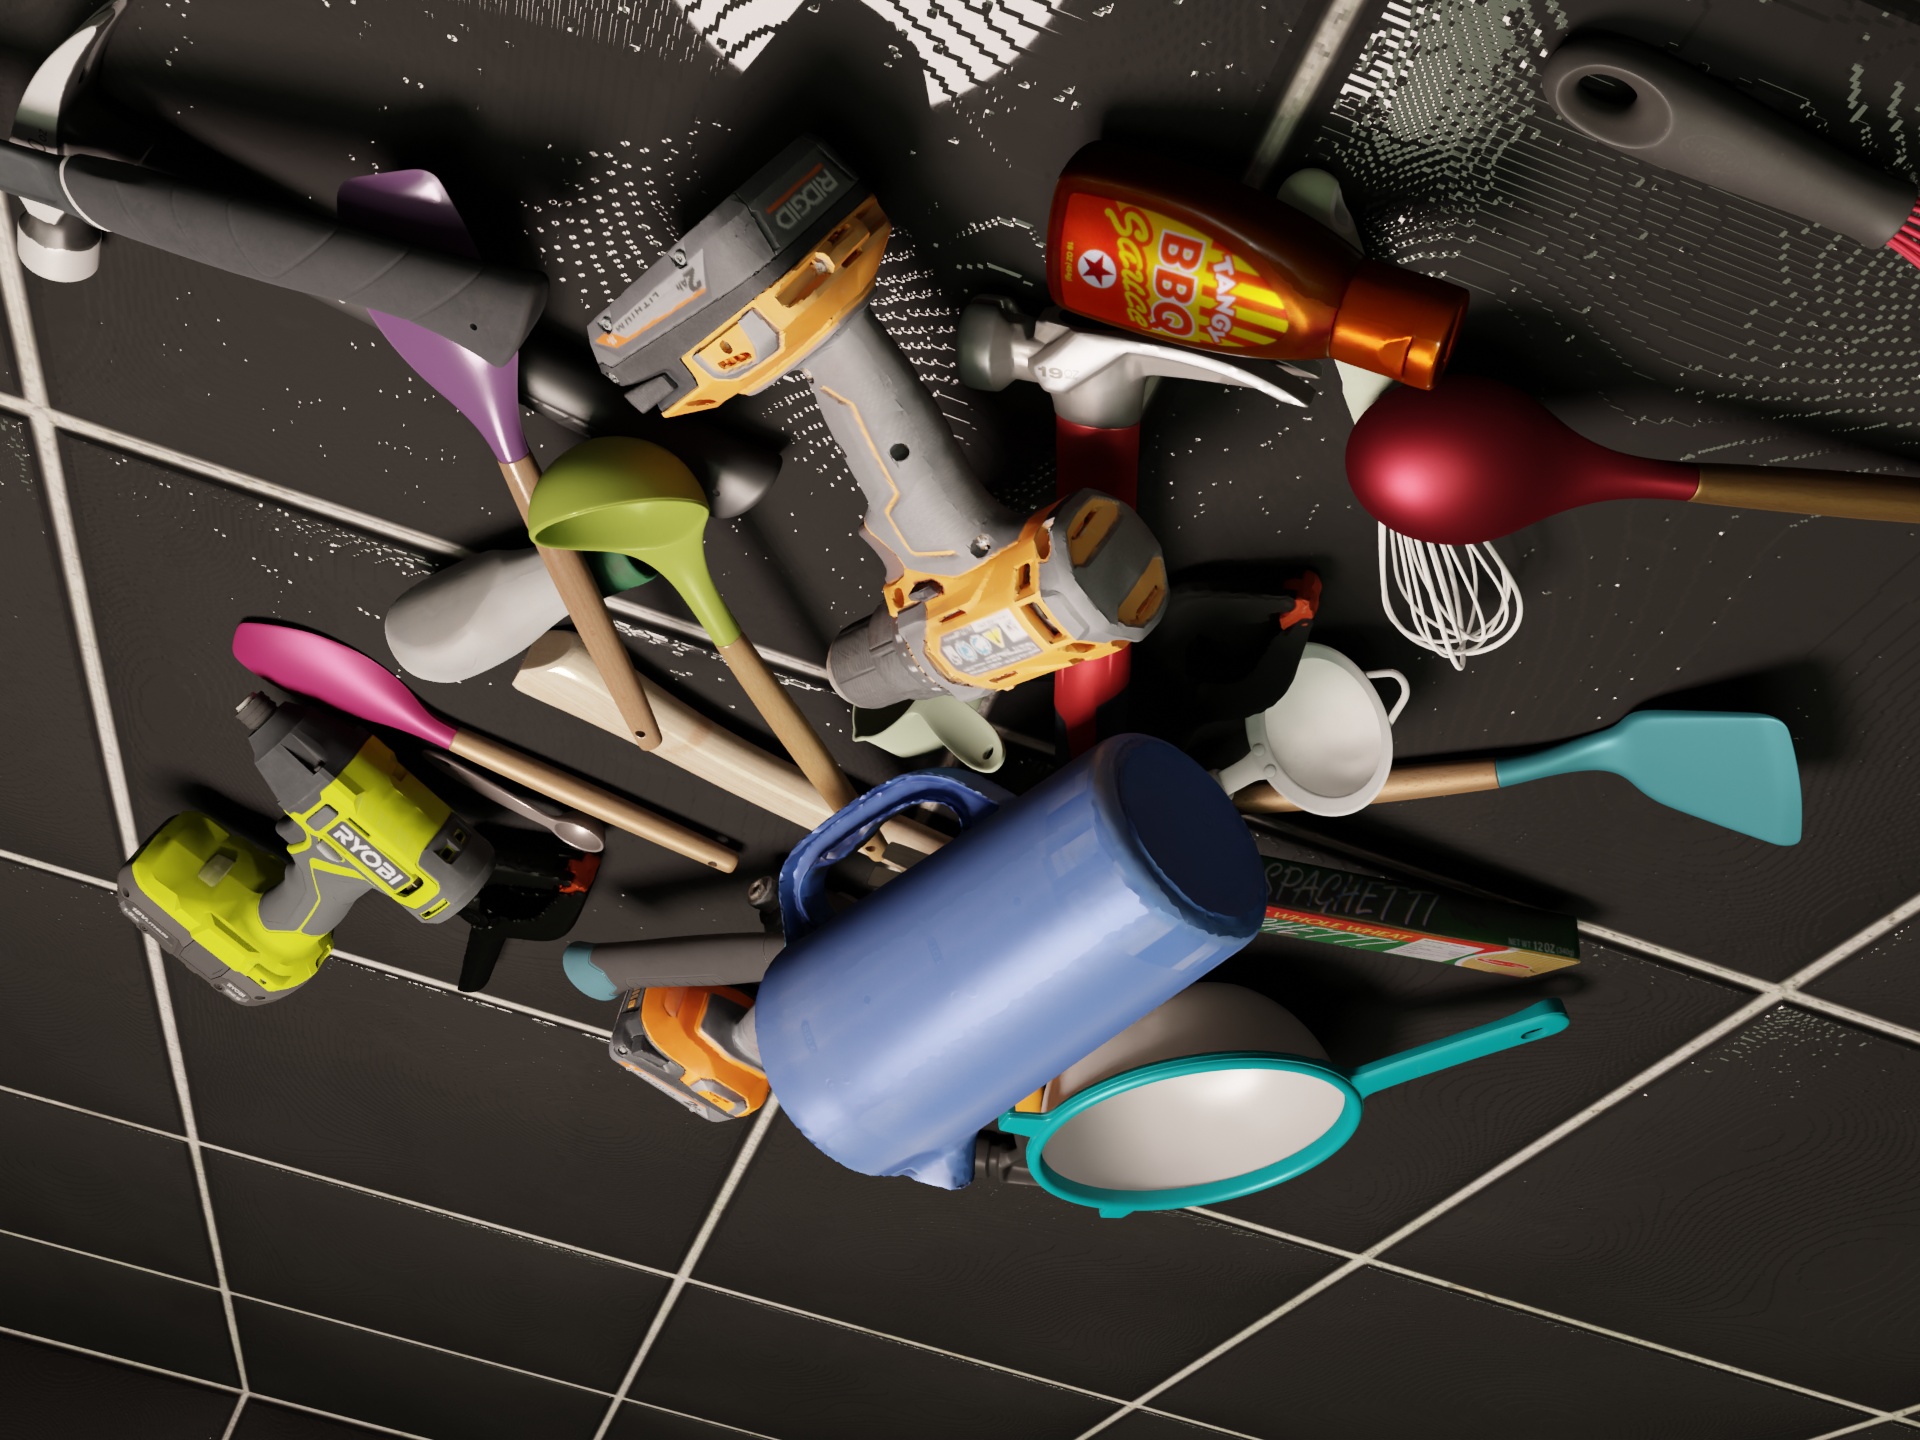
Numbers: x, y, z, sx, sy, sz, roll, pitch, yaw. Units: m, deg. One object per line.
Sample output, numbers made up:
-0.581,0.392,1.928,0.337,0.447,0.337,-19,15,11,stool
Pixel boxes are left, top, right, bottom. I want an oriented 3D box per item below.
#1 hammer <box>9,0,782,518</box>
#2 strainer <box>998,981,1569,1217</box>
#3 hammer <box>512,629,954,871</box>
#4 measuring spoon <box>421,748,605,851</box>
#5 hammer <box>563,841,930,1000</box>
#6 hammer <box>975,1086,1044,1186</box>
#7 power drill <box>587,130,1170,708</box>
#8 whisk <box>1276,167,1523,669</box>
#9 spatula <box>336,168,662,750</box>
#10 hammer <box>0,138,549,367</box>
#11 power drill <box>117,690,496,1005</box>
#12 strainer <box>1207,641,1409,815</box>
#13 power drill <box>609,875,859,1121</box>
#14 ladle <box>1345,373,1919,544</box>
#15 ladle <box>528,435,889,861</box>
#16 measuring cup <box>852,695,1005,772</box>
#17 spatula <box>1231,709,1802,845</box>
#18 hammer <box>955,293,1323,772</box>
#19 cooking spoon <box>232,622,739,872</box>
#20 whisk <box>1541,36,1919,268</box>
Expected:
-0.232,-0.178,0.685,0.334,0.035,0.146,25,140,-15,hammer
0.198,0.205,0.998,0.340,0.095,0.210,-22,139,14,strainer
-0.068,0.062,0.930,0.410,0.038,0.146,28,140,-17,hammer
-0.274,0.045,0.984,0.124,0.018,0.034,30,148,-10,measuring spoon
-0.106,0.139,0.938,0.331,0.033,0.128,-9,123,32,hammer
0.051,0.261,1.107,0.127,0.034,0.336,4,147,11,hammer
-0.045,-0.099,0.652,0.226,0.084,0.185,49,143,-18,power drill
0.176,-0.113,0.646,0.059,0.058,0.246,-4,134,34,whisk
-0.194,-0.099,0.718,0.060,0.018,0.315,-4,134,14,spatula
-0.356,-0.216,0.617,0.409,0.036,0.149,17,139,2,hammer
-0.417,0.081,0.989,0.223,0.080,0.171,-30,114,33,power drill
0.138,0.030,0.820,0.050,0.087,0.258,-15,166,-45,strainer
-0.130,0.180,1.056,0.226,0.084,0.164,-28,124,34,power drill
0.308,-0.090,0.619,0.315,0.031,0.069,4,121,-5,ladle
-0.103,-0.015,0.775,0.078,0.062,0.319,-12,137,18,ladle
-0.001,-0.002,0.748,0.038,0.168,0.083,30,96,-28,measuring cup
0.245,0.035,0.806,0.317,0.044,0.082,-8,129,25,spatula
0.076,-0.011,0.743,0.143,0.038,0.385,13,134,17,hammer
-0.278,0.021,0.950,0.318,0.017,0.068,26,139,-14,cooking spoon
0.332,-0.162,0.538,0.296,0.073,0.073,23,140,-3,whisk
